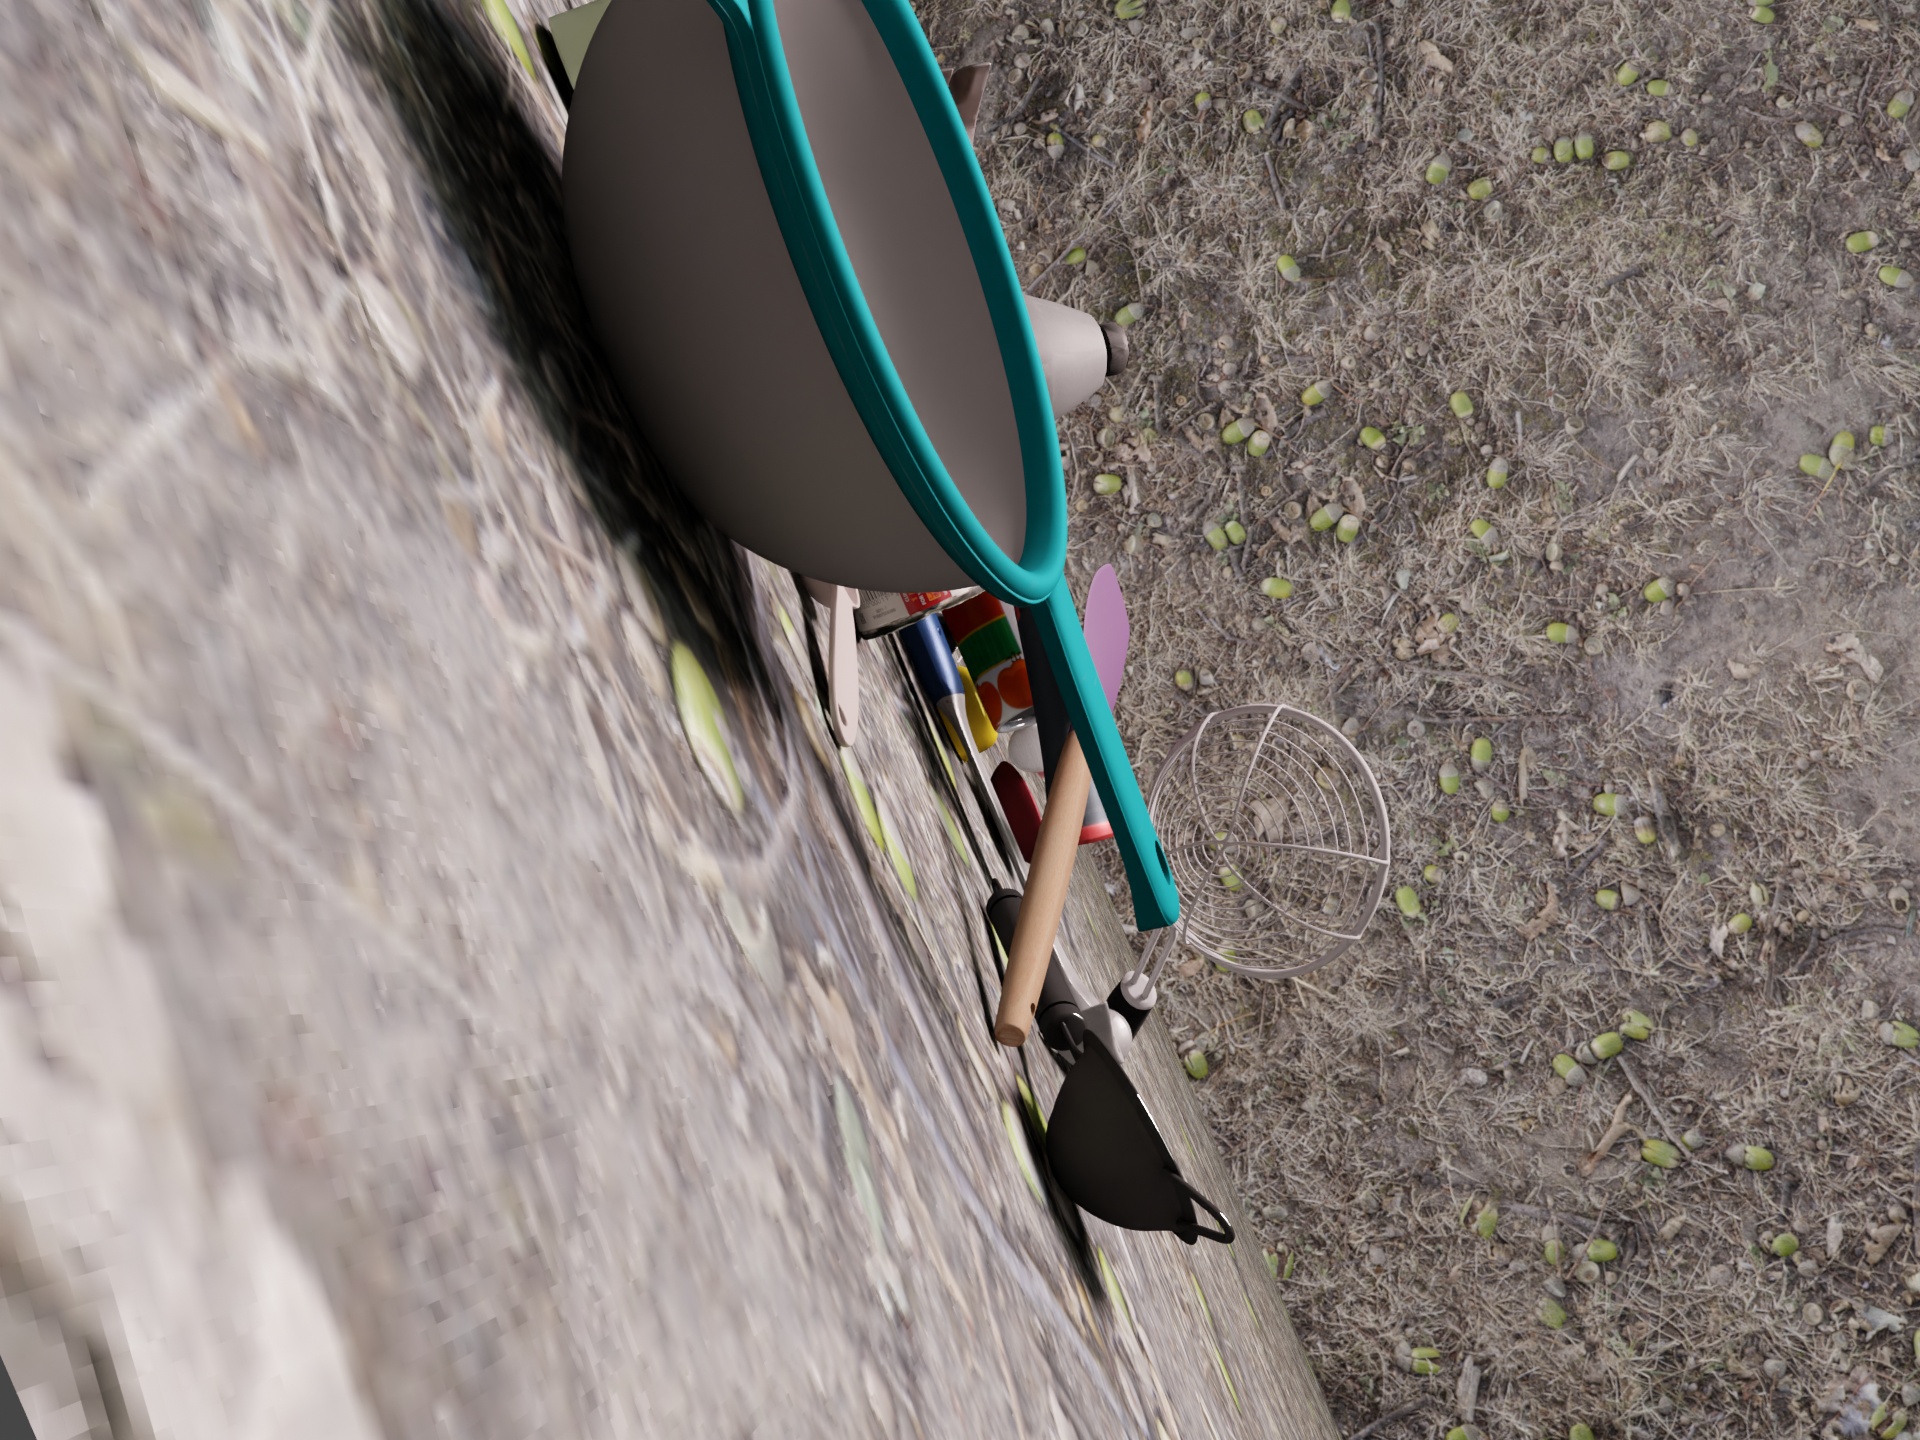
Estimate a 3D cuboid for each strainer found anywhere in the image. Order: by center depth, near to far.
[{"bbox_3d":[-0.026,-0.068,0.472,0.211,0.095,0.340,-76,147,-61],"label":"strainer"},{"bbox_3d":[0.043,0.132,0.652,0.259,0.050,0.086,-118,-172,-64],"label":"strainer"}]

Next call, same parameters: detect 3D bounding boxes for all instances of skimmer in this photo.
[{"bbox_3d":[0.130,0.115,0.855,0.127,0.090,0.363,59,-16,22],"label":"skimmer"}]

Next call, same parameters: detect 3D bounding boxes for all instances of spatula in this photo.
[{"bbox_3d":[0.050,0.023,0.715,0.316,0.018,0.059,-71,147,-51],"label":"spatula"}]

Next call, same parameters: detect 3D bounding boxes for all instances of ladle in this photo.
[{"bbox_3d":[0.044,0.071,1.103,0.315,0.031,0.069,50,20,-83],"label":"ladle"}]

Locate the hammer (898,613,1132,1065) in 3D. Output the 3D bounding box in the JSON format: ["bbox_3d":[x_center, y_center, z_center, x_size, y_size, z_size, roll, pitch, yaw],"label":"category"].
[{"bbox_3d":[-0.001,-0.003,0.857,0.144,0.035,0.406,50,17,-77],"label":"hammer"}]

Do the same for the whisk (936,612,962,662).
[{"bbox_3d":[-0.005,-0.062,1.067,0.284,0.070,0.070,-45,111,-80],"label":"whisk"}]

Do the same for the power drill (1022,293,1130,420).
[{"bbox_3d":[-0.029,-0.189,0.679,0.078,0.143,0.220,93,-23,-43],"label":"power drill"}]

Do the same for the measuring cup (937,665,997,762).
[{"bbox_3d":[0.002,-0.018,1.024,0.156,0.029,0.062,-90,157,-76],"label":"measuring cup"}]

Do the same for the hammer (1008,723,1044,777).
[{"bbox_3d":[0.013,-0.122,1.031,0.128,0.033,0.331,11,59,-73],"label":"hammer"}]

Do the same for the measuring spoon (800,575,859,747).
[{"bbox_3d":[-0.049,-0.029,0.577,0.124,0.018,0.034,-97,165,-52],"label":"measuring spoon"}]

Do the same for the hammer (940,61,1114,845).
[{"bbox_3d":[0.027,-0.127,0.807,0.143,0.038,0.386,147,-69,-83],"label":"hammer"}]

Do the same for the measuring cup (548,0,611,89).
[{"bbox_3d":[-0.111,-0.218,0.624,0.167,0.038,0.083,52,15,-79],"label":"measuring cup"}]
